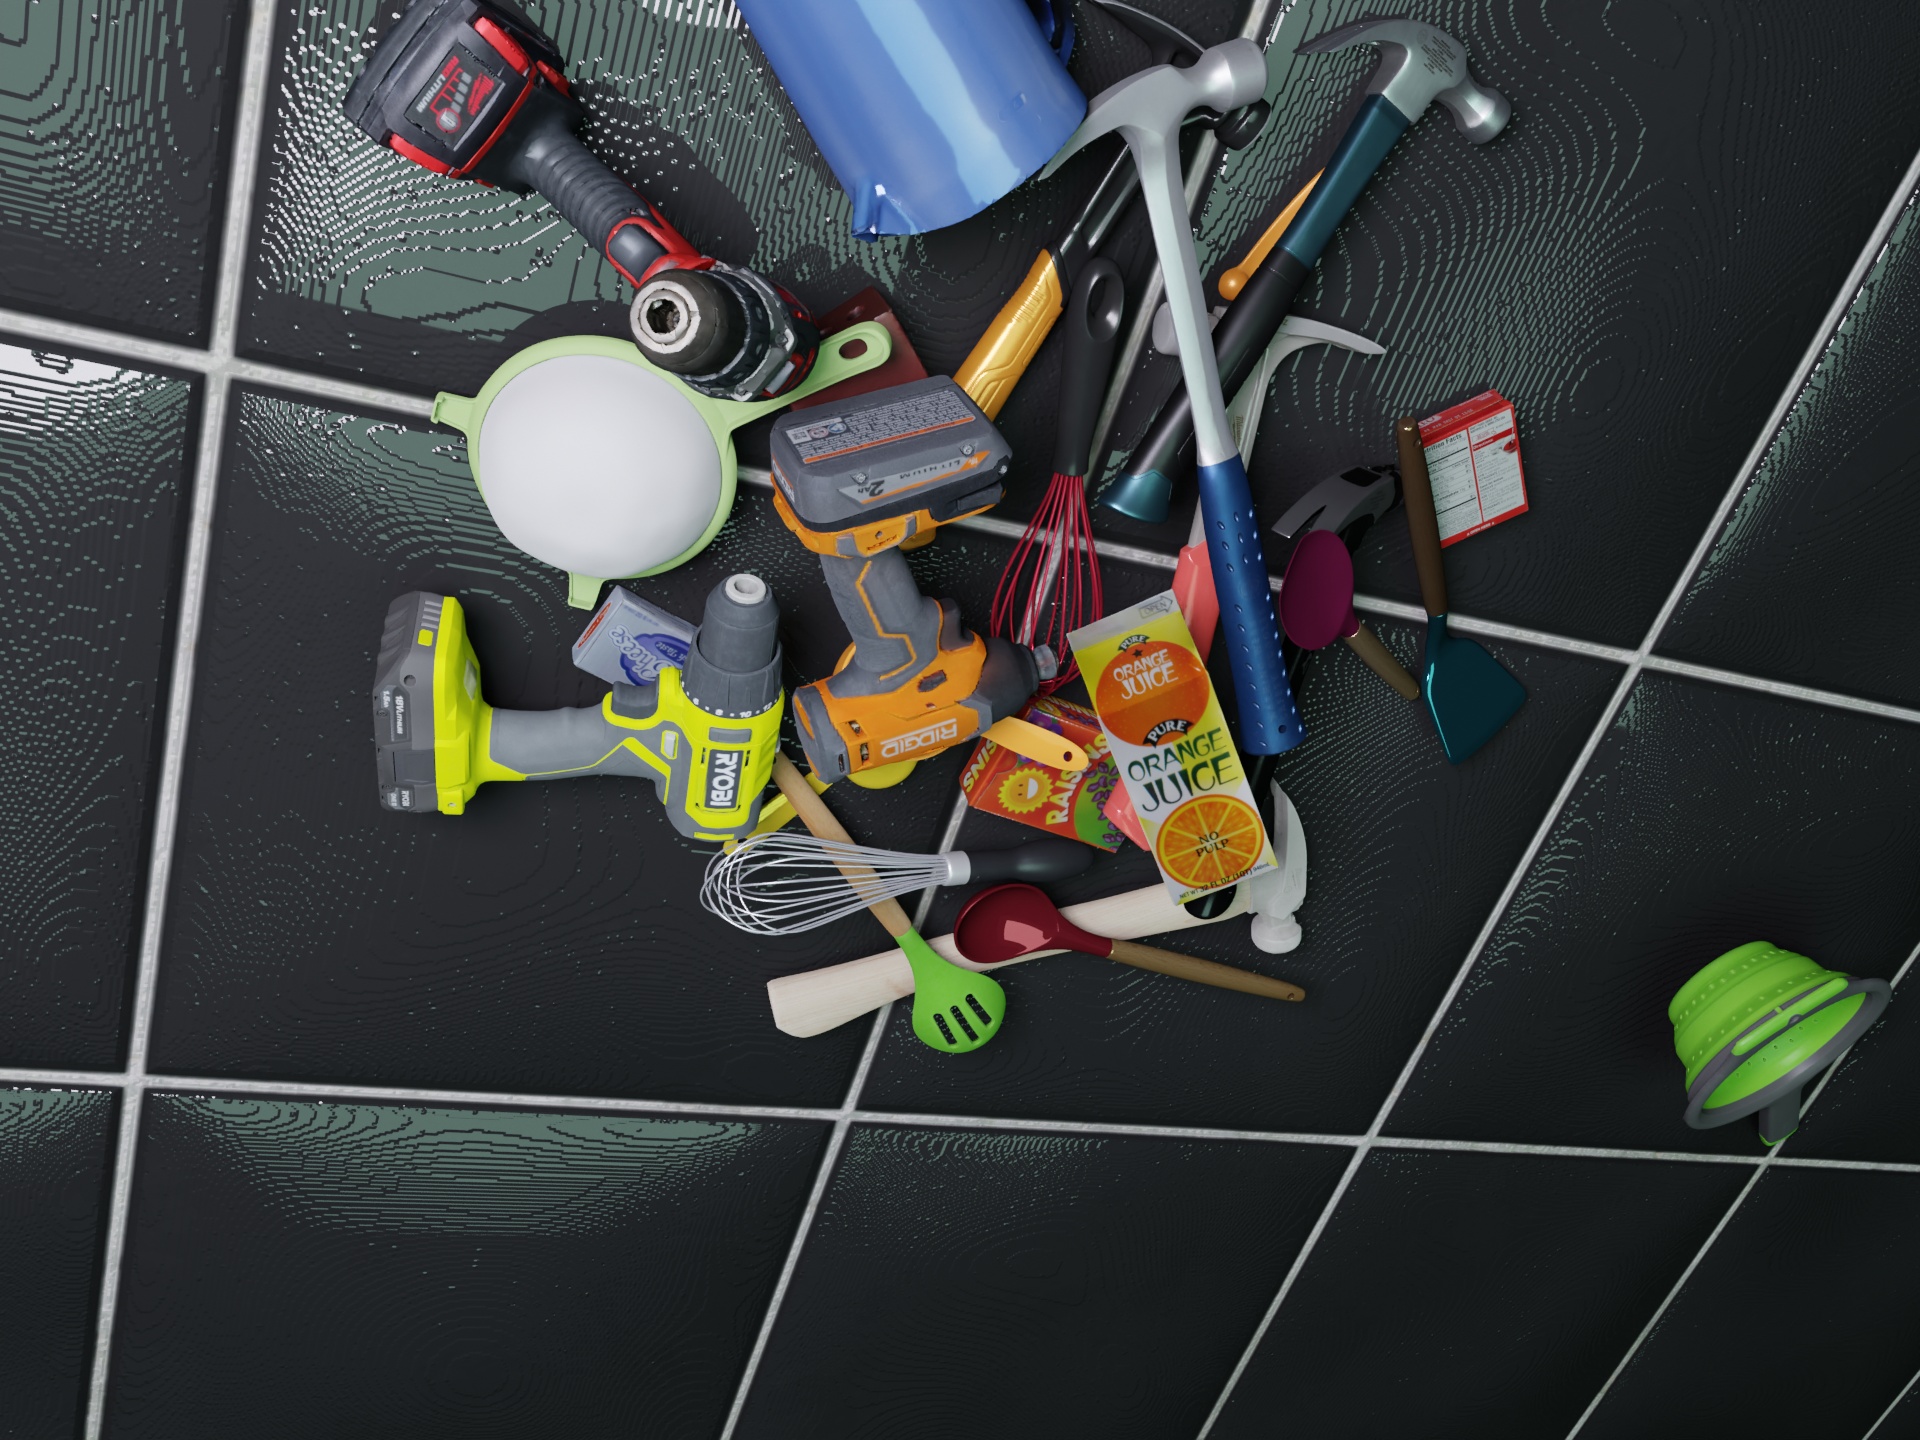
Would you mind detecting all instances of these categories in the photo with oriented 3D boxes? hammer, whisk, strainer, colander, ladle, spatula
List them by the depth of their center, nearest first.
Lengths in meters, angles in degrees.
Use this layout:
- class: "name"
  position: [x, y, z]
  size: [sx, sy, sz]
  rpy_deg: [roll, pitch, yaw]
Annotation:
- class: "strainer"
  position: [-0.154, -0.146, 0.859]
  size: [0.256, 0.069, 0.151]
  rpy_deg: [-20, 124, 16]
- class: "hammer"
  position: [0.139, -0.158, 0.907]
  size: [0.144, 0.035, 0.405]
  rpy_deg: [-24, 117, -14]
- class: "hammer"
  position: [0.036, -0.242, 0.925]
  size: [0.127, 0.034, 0.337]
  rpy_deg: [24, 111, -29]
- class: "hammer"
  position: [0.187, -0.256, 0.929]
  size: [0.128, 0.033, 0.331]
  rpy_deg: [30, 96, -28]
- class: "whisk"
  position: [0.064, -0.136, 0.967]
  size: [0.073, 0.073, 0.295]
  rpy_deg: [-3, 125, -16]
- class: "hammer"
  position: [0.163, -0.084, 1.034]
  size: [0.149, 0.037, 0.359]
  rpy_deg: [3, 111, -19]
- class: "whisk"
  position: [-0.034, 0.101, 1.049]
  size: [0.284, 0.070, 0.070]
  rpy_deg: [-2, 121, -27]
- class: "hammer"
  position: [0.211, -0.009, 1.071]
  size: [0.146, 0.035, 0.334]
  rpy_deg: [-22, 134, -52]
- class: "spatula"
  position: [0.331, -0.088, 1.081]
  size: [0.082, 0.044, 0.317]
  rpy_deg: [-41, 140, -9]
- class: "ladle"
  position: [0.130, 0.172, 1.168]
  size: [0.315, 0.031, 0.069]
  rpy_deg: [17, 112, -26]
- class: "hammer"
  position: [0.060, 0.151, 1.172]
  size: [0.410, 0.038, 0.146]
  rpy_deg: [-13, 122, -10]
- class: "colander"
  position: [0.727, 0.299, 1.459]
  size: [0.204, 0.095, 0.396]
  rpy_deg: [-34, 142, 4]

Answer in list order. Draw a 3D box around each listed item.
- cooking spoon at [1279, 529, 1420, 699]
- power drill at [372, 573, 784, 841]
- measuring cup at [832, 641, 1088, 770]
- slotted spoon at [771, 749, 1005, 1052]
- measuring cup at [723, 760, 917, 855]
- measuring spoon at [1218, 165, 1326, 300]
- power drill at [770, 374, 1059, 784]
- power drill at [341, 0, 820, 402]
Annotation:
- class: "cooking spoon"
  position: [0.258, -0.054, 1.032]
  size: [0.318, 0.017, 0.069]
  rpy_deg: [24, 86, -59]
- class: "power drill"
  position: [-0.216, -0.012, 0.926]
  size: [0.228, 0.080, 0.190]
  rpy_deg: [3, 135, -13]
- class: "measuring cup"
  position: [-0.002, -0.003, 1.023]
  size: [0.173, 0.052, 0.095]
  rpy_deg: [22, 84, -16]
- class: "slotted spoon"
  position: [-0.055, 0.127, 1.092]
  size: [0.070, 0.031, 0.313]
  rpy_deg: [-32, 119, 1]
- class: "measuring cup"
  position: [-0.094, 0.048, 1.062]
  size: [0.156, 0.029, 0.062]
  rpy_deg: [-37, 124, 4]
- class: "measuring spoon"
  position: [0.201, -0.298, 0.956]
  size: [0.117, 0.011, 0.021]
  rpy_deg: [-45, 123, 12]
- class: "power drill"
  position: [-0.021, -0.074, 0.903]
  size: [0.164, 0.084, 0.226]
  rpy_deg: [-17, 134, -15]
- class: "power drill"
  position: [-0.169, -0.233, 0.734]
  size: [0.226, 0.188, 0.080]
  rpy_deg: [42, 102, -2]
